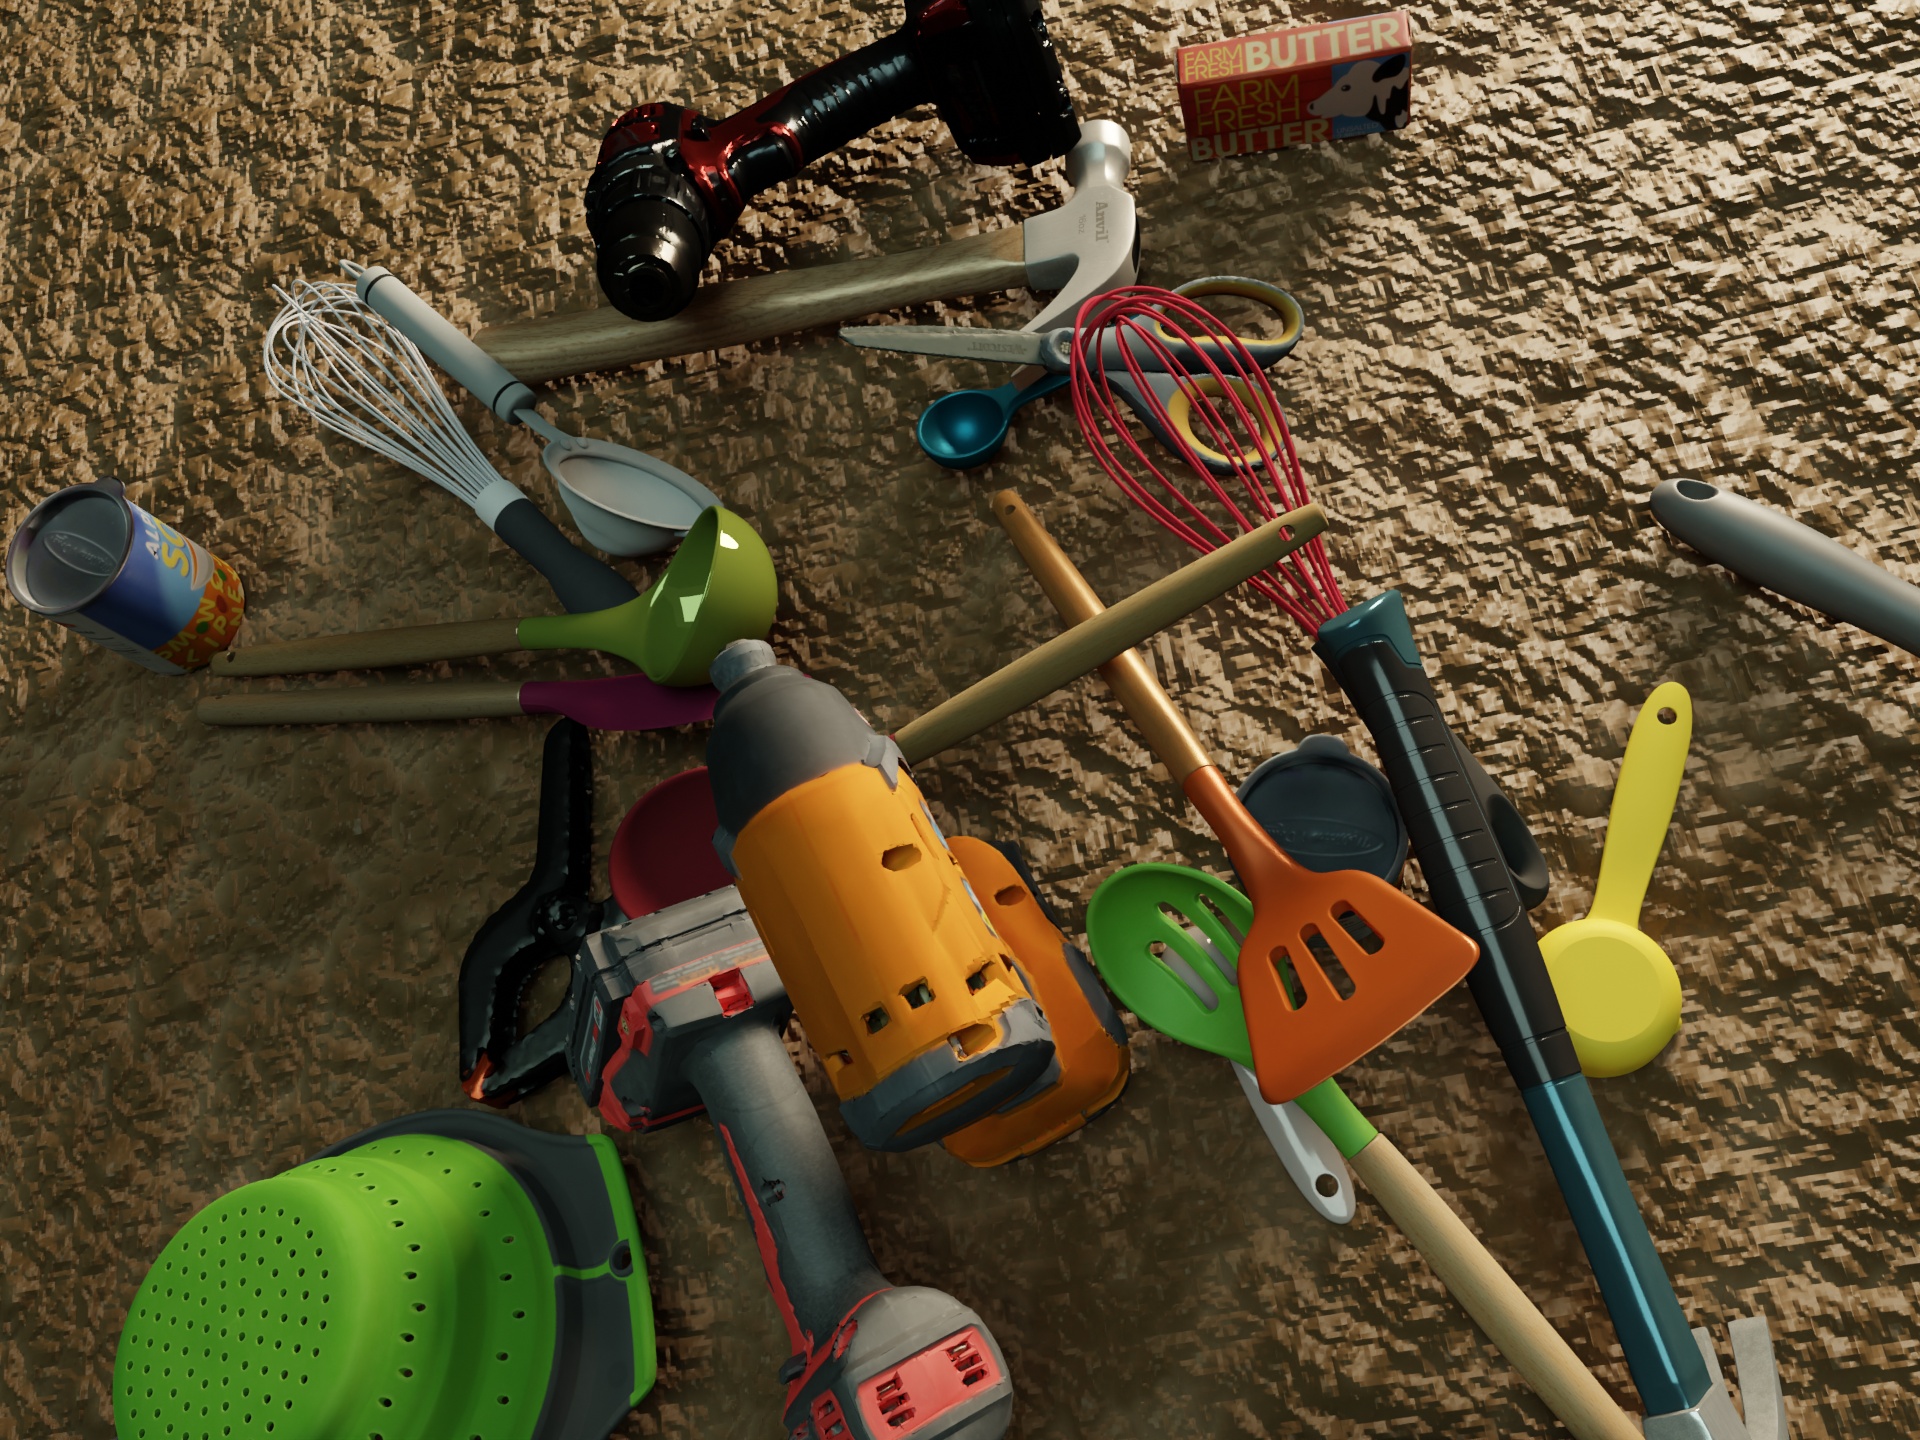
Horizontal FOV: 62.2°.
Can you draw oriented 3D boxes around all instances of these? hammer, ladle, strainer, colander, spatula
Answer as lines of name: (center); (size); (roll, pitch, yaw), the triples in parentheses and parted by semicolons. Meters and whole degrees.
hammer: (-0.079, -0.197, 0.754); (0.331, 0.031, 0.130); (-8, 60, 13)
hammer: (0.190, 0.106, 0.527); (0.033, 0.128, 0.331); (-29, 69, 32)
ladle: (-0.221, -0.042, 0.707); (0.320, 0.062, 0.078); (-4, 63, 24)
strainer: (-0.202, -0.141, 0.741); (0.258, 0.087, 0.050); (40, 116, 14)
colander: (-0.311, 0.272, 0.605); (0.397, 0.094, 0.205); (-27, 54, 9)
spatula: (0.076, 0.002, 0.597); (0.081, 0.041, 0.323); (-38, 48, 9)
ladle: (-0.001, -0.002, 0.620); (0.315, 0.031, 0.069); (-29, 89, 13)

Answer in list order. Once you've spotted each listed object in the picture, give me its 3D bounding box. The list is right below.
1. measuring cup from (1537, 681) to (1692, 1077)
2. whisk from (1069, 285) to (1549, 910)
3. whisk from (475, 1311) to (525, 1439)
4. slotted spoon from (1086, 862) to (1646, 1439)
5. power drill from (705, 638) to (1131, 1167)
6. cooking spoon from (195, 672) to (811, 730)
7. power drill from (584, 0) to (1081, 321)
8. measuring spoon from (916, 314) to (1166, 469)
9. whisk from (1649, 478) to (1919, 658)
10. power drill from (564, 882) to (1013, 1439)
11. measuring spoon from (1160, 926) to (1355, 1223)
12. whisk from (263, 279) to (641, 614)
measuring cup: (0.249, 0.055, 0.592); (0.062, 0.029, 0.156); (15, 78, 18)
whisk: (0.135, -0.050, 0.625); (0.073, 0.073, 0.296); (-34, 81, 1)
whisk: (-0.192, 0.315, 0.606); (0.051, 0.047, 0.245); (11, 71, 18)
slotted spoon: (0.159, 0.173, 0.564); (0.314, 0.031, 0.070); (50, 122, 16)
power drill: (-0.016, 0.069, 0.546); (0.084, 0.226, 0.164); (-30, 67, 2)
cooking spoon: (-0.218, -0.009, 0.720); (0.319, 0.069, 0.017); (-2, 109, 19)
power drill: (-0.066, -0.260, 0.718); (0.226, 0.080, 0.188); (-21, 36, 7)
measuring spoon: (0.040, -0.149, 0.725); (0.128, 0.021, 0.042); (-29, 53, -7)
whisk: (0.364, -0.028, 0.587); (0.239, 0.055, 0.055); (36, 83, 26)
power drill: (-0.065, 0.180, 0.576); (0.078, 0.143, 0.220); (-18, 62, -28)
measuring spoon: (0.114, 0.133, 0.605); (0.034, 0.018, 0.124); (-30, 68, 2)
whisk: (-0.239, -0.121, 0.763); (0.285, 0.070, 0.070); (42, 85, 17)
